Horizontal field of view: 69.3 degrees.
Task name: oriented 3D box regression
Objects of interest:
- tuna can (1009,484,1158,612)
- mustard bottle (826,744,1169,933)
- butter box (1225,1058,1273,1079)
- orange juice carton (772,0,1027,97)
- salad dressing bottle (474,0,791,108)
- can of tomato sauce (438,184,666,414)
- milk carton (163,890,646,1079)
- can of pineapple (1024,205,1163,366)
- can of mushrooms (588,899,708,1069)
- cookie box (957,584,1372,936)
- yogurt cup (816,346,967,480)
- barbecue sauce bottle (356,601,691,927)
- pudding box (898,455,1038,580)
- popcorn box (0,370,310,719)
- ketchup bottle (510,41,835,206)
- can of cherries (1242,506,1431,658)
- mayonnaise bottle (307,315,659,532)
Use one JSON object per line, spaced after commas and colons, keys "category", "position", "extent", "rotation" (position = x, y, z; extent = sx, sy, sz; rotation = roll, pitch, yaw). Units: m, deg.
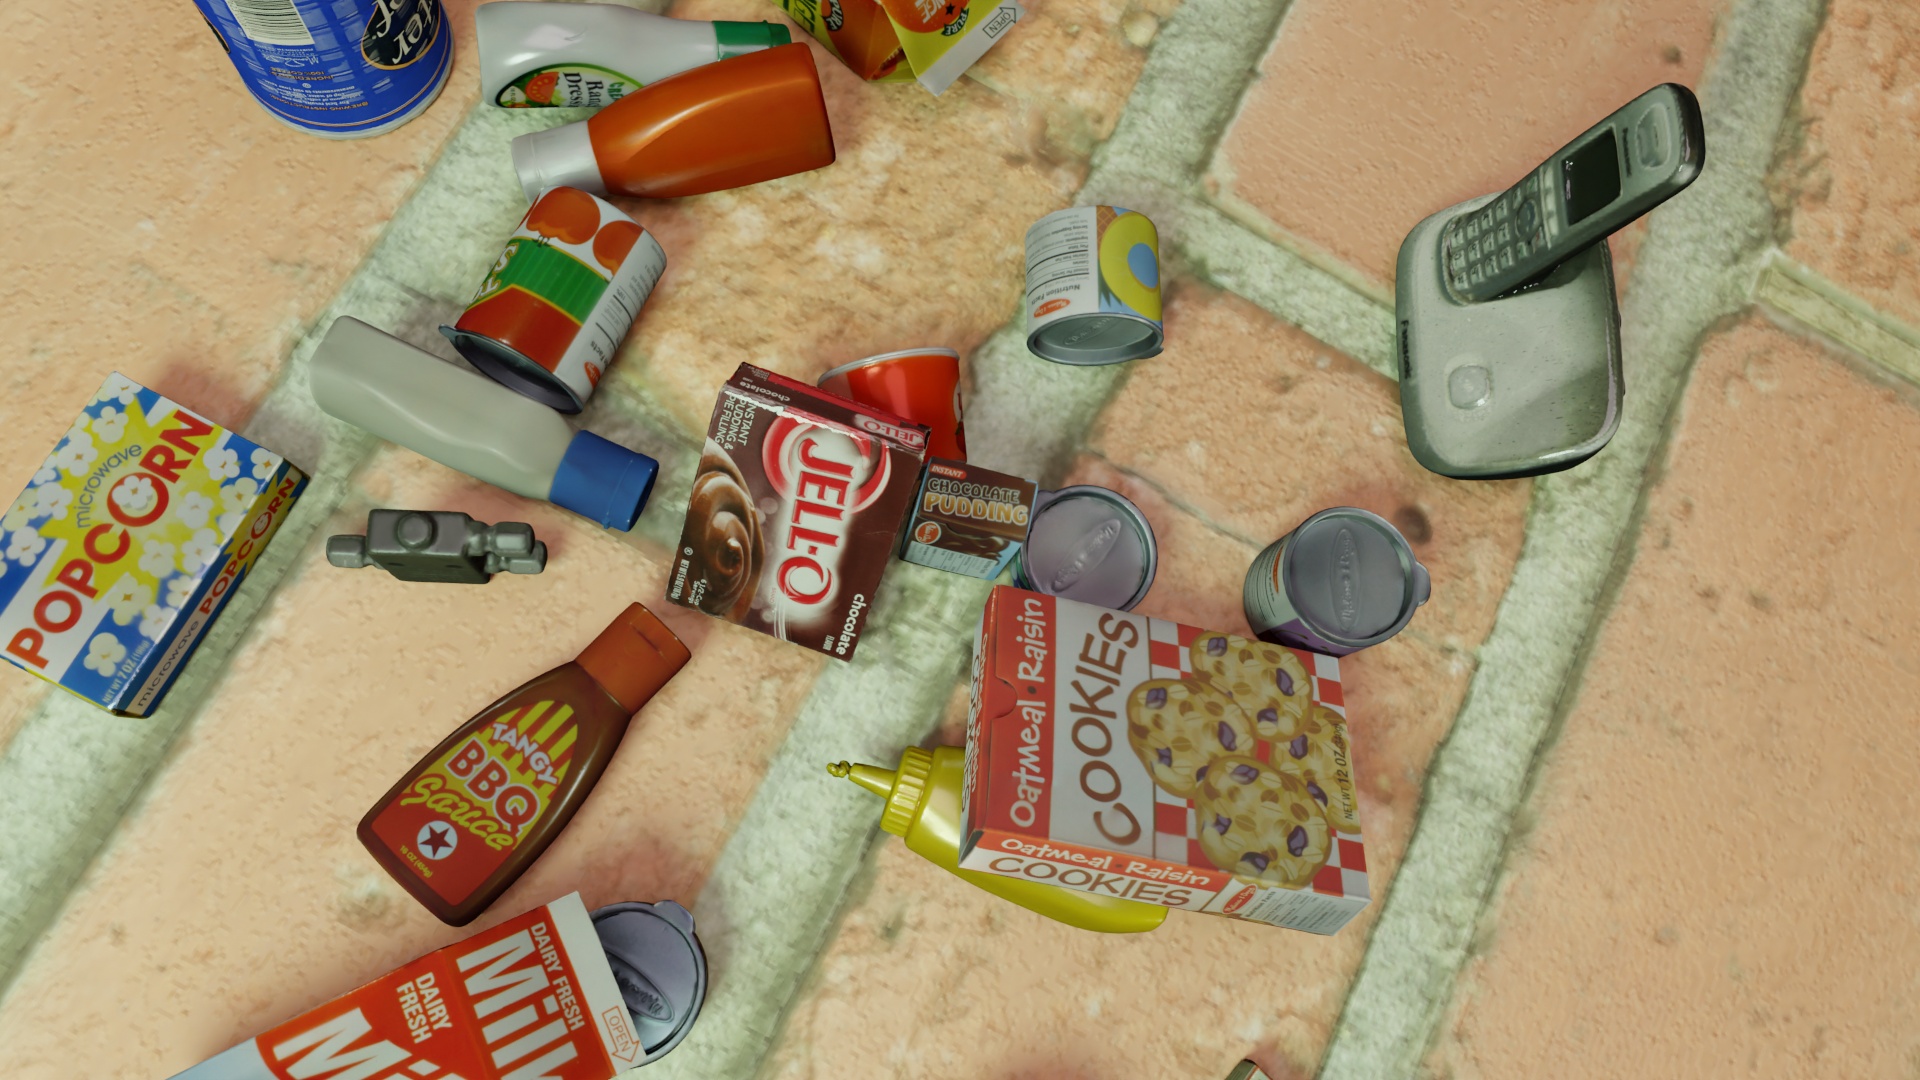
{"category": "tuna can", "position": [0.056, 0.007, 0.660], "extent": [0.071, 0.032, 0.071], "rotation": [2, 76, -8]}
{"category": "mustard bottle", "position": [0.017, 0.124, 0.616], "extent": [0.160, 0.048, 0.065], "rotation": [20, 66, -2]}
{"category": "butter box", "position": [0.114, 0.283, 0.603], "extent": [0.053, 0.024, 0.104], "rotation": [43, 74, 4]}
{"category": "orange juice carton", "position": [-0.061, -0.306, 0.701], "extent": [0.193, 0.073, 0.072], "rotation": [41, 74, 3]}
{"category": "salad dressing bottle", "position": [-0.157, -0.235, 0.677], "extent": [0.148, 0.064, 0.044], "rotation": [-5, 85, -17]}
{"category": "can of tomato sauce", "position": [-0.185, -0.111, 0.637], "extent": [0.071, 0.071, 0.083], "rotation": [26, 73, -1]}
{"category": "milk carton", "position": [-0.218, 0.206, 0.528], "extent": [0.191, 0.073, 0.072], "rotation": [-26, 80, 0]}
{"category": "can of pineapple", "position": [0.066, -0.123, 0.678], "extent": [0.071, 0.071, 0.058], "rotation": [1, 76, -8]}
{"category": "can of mushrooms", "position": [-0.138, 0.184, 0.587], "extent": [0.071, 0.033, 0.071], "rotation": [2, 76, -7]}
{"category": "cookie box", "position": [0.086, 0.092, 0.600], "extent": [0.167, 0.040, 0.123], "rotation": [13, 49, -9]}
{"category": "yogurt cup", "position": [-0.029, -0.056, 0.648], "extent": [0.072, 0.072, 0.054], "rotation": [-12, 86, -11]}
{"category": "barbecue sauce bottle", "position": [-0.181, 0.091, 0.599], "extent": [0.065, 0.043, 0.149], "rotation": [43, 74, 4]}
{"category": "pudding box", "position": [0.002, -0.008, 0.629], "extent": [0.050, 0.083, 0.030], "rotation": [14, 75, -4]}
{"category": "popcorn box", "position": [-0.357, 0.002, 0.598], "extent": [0.085, 0.038, 0.127], "rotation": [27, 74, 0]}
{"category": "ketchup bottle", "position": [-0.137, -0.193, 0.669], "extent": [0.149, 0.064, 0.044], "rotation": [-15, 62, -3]}
{"category": "can of cherries", "position": [0.177, 0.024, 0.660], "extent": [0.071, 0.058, 0.071], "rotation": [2, 75, -8]}
{"category": "mayonnaise bottle", "position": [-0.211, -0.049, 0.622], "extent": [0.148, 0.064, 0.041], "rotation": [23, 71, -6]}
